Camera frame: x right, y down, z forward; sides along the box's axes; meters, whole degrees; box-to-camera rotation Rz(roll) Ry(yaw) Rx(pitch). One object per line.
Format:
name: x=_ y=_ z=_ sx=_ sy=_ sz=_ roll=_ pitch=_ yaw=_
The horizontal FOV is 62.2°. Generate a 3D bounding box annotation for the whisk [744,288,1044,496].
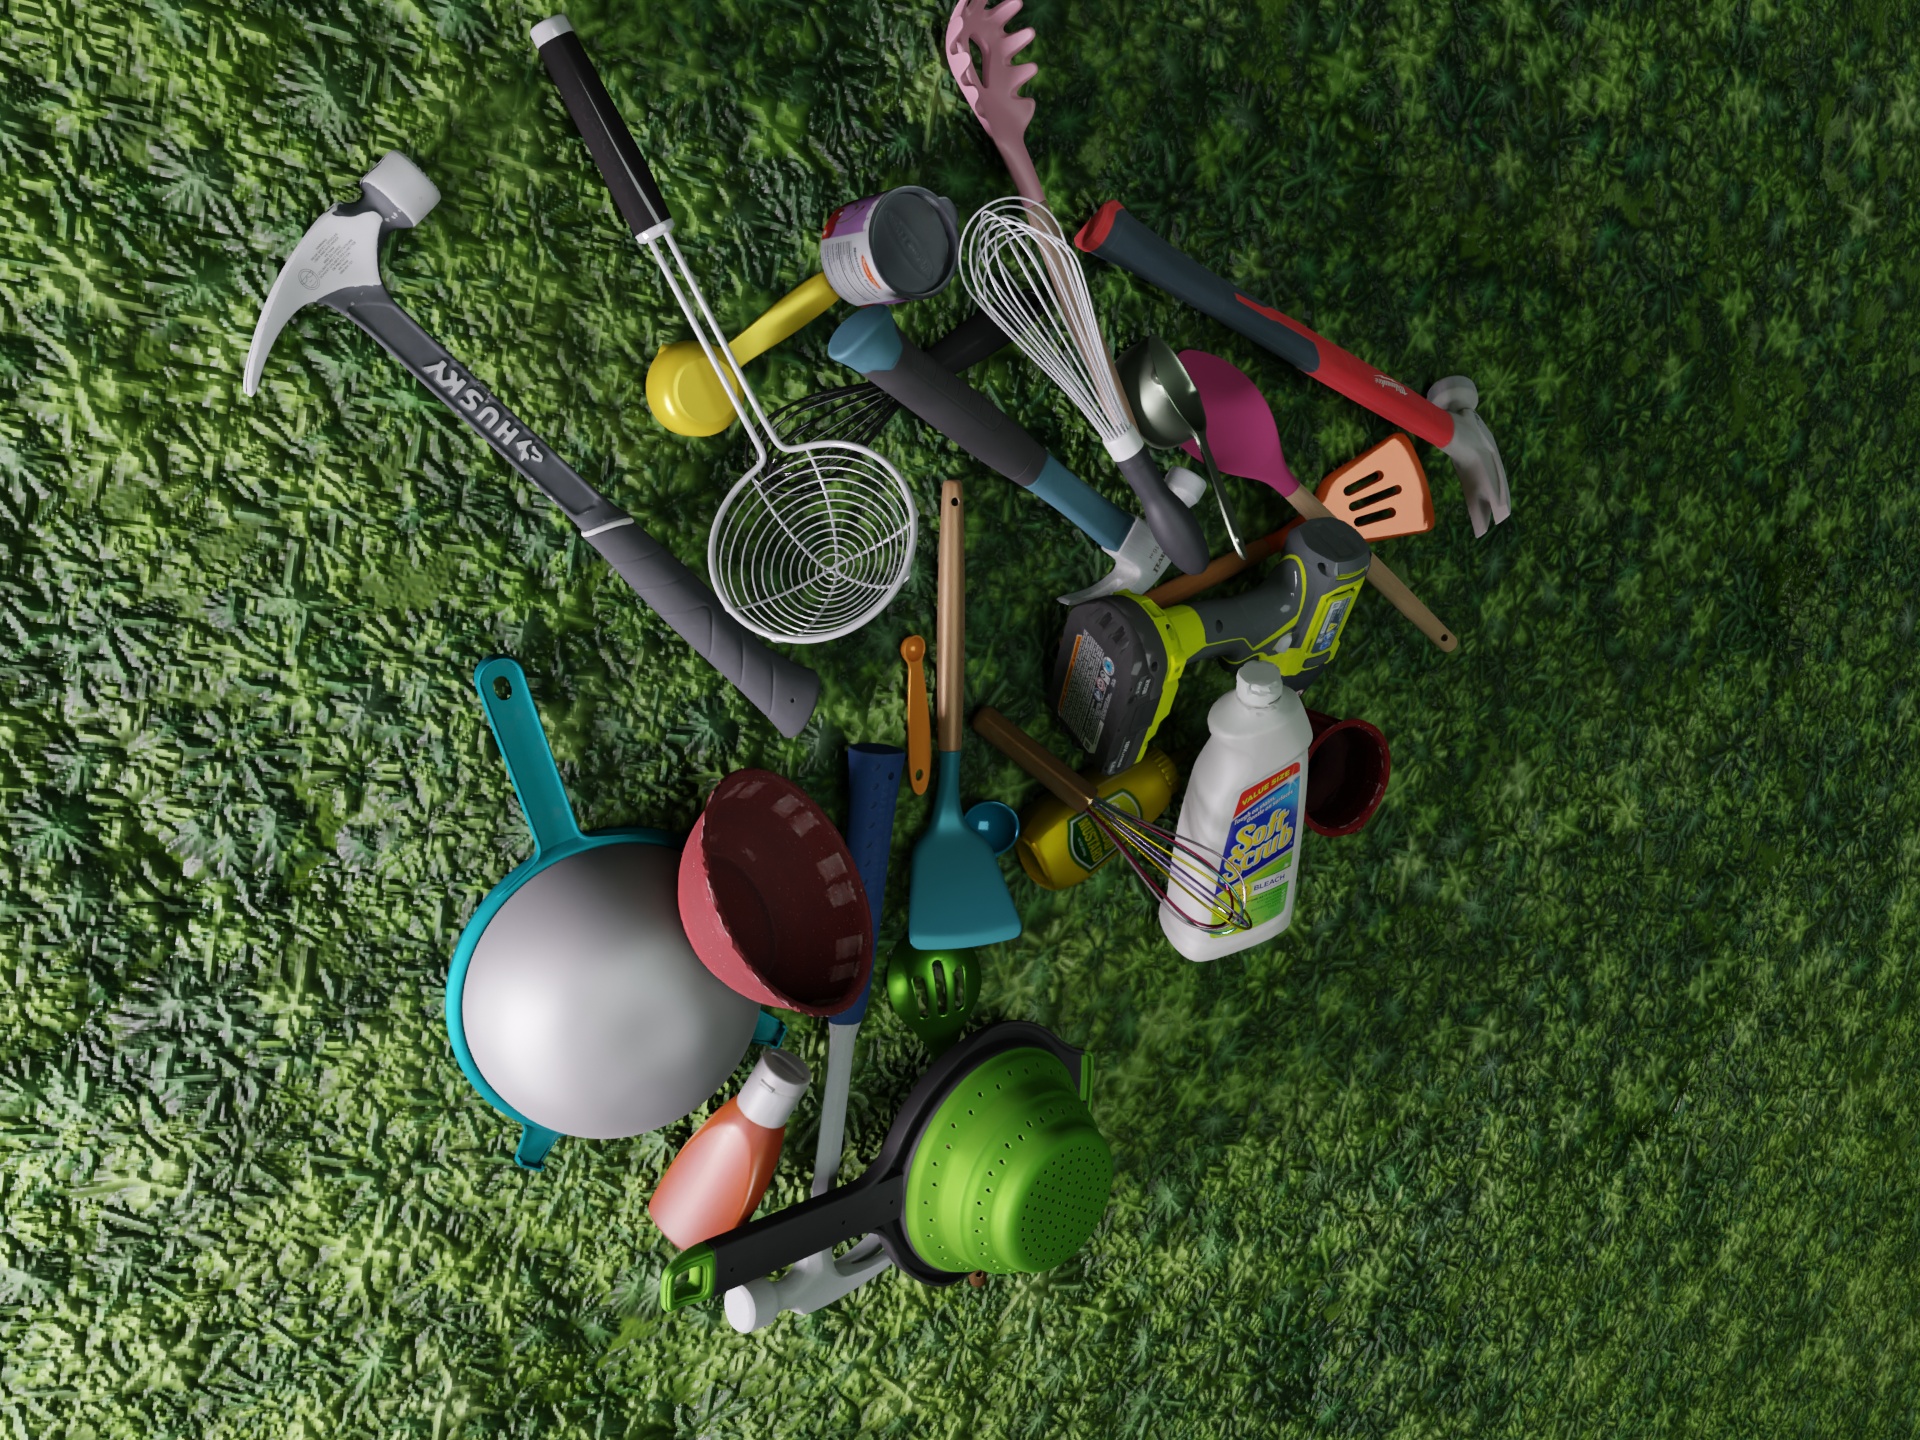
whisk: x=-0.037 y=-0.215 z=1.009 sx=0.239 sy=0.055 sz=0.055 roll=-37 pitch=119 yaw=-22

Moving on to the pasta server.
pasta server: x=0.063 y=-0.306 z=1.016 sx=0.060 sy=0.040 sz=0.316 roll=-36 pitch=110 yaw=-33

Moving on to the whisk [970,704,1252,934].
whisk: x=0.107 y=0.071 z=1.118 sx=0.245 sy=0.051 sz=0.047 roll=38 pitch=49 yaw=-1

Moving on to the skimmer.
skimmer: x=-0.143 y=-0.216 z=0.885 sx=0.127 sy=0.090 sz=0.363 roll=-26 pitch=106 yaw=5

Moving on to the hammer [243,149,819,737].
hammer: x=-0.224 y=-0.123 z=0.931 sx=0.149 sy=0.036 sz=0.408 roll=-49 pitch=122 yaw=-8

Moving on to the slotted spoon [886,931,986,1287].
slotted spoon: x=-0.004 y=0.295 z=1.184 sx=0.070 sy=0.031 sz=0.313 roll=-13 pitch=112 yaw=-13

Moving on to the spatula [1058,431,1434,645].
spatula: x=0.212 y=-0.120 z=1.181 sx=0.322 sy=0.041 sz=0.081 roll=-26 pitch=103 yaw=-20

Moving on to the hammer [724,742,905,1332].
hammer: x=-0.077 y=0.216 z=1.099 sx=0.144 sy=0.035 sz=0.405 roll=-2 pitch=103 yaw=-44

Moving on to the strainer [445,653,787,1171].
strainer: x=-0.219 y=0.123 z=0.968 sx=0.211 sy=0.095 sz=0.340 roll=-24 pitch=116 yaw=-22

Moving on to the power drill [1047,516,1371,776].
power drill: x=0.180 y=-0.046 z=1.144 sx=0.223 sy=0.080 sz=0.171 roll=-18 pitch=143 yaw=-26

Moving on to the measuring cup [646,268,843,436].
measuring cup: x=-0.120 y=-0.229 z=0.963 sx=0.156 sy=0.029 sz=0.062 roll=-41 pitch=120 yaw=-14

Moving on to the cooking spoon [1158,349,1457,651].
cooking spoon: x=0.261 y=-0.153 z=1.175 sx=0.318 sy=0.017 sz=0.069 roll=40 pitch=90 yaw=-18

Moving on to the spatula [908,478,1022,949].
spatula: x=-0.002 y=-0.003 z=1.082 sx=0.082 sy=0.044 sz=0.317 roll=-4 pitch=102 yaw=-18

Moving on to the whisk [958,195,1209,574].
whisk: x=0.087 y=-0.203 z=1.013 sx=0.070 sy=0.070 sz=0.284 roll=-42 pitch=117 yaw=-13

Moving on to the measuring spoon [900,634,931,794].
measuring spoon: x=-0.032 y=-0.003 z=1.092 sx=0.021 sy=0.011 sz=0.116 roll=-22 pitch=119 yaw=-42

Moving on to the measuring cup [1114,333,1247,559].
measuring cup: x=0.150 y=-0.180 z=1.083 sx=0.083 sy=0.038 sz=0.168 roll=-8 pitch=75 yaw=-62

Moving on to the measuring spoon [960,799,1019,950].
measuring spoon: x=0.011 y=0.114 z=1.149 sx=0.042 sy=0.021 sz=0.128 roll=11 pitch=109 yaw=-7

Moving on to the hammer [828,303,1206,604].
hammer: x=0.040 y=-0.173 z=1.038 sx=0.330 sy=0.033 sz=0.128 roll=29 pitch=89 yaw=-44

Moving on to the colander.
colander: x=-0.017 y=0.339 z=1.097 sx=0.397 sy=0.095 sz=0.204 roll=-9 pitch=110 yaw=-42

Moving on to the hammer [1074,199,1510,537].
hammer: x=0.243 y=-0.254 z=1.125 sx=0.386 sy=0.038 sz=0.143 roll=20 pitch=49 yaw=-29
